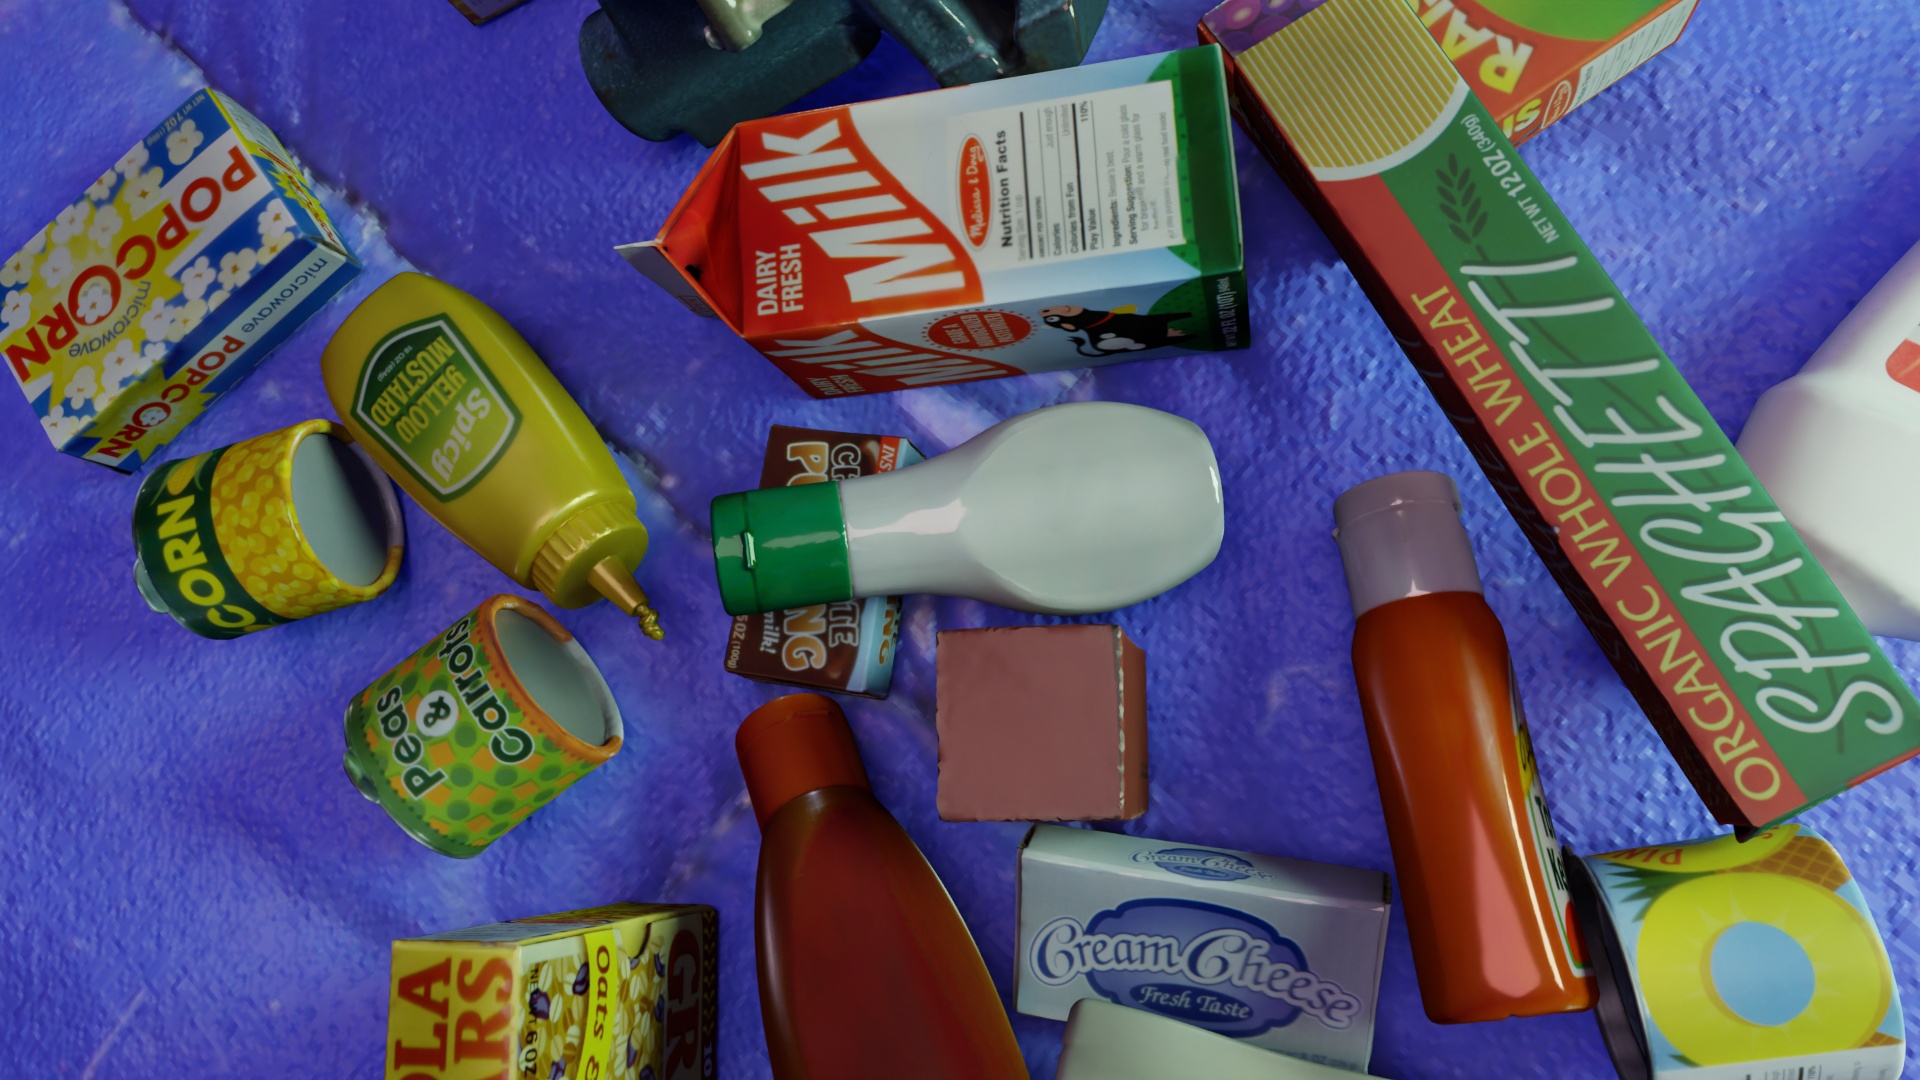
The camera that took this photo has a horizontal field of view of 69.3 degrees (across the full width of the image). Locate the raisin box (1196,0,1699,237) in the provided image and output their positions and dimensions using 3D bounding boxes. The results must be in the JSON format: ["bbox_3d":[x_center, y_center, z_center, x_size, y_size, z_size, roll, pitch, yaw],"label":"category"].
[{"bbox_3d":[0.149,-0.159,0.434,0.123,0.040,0.086,-33,74,6],"label":"raisin box"}]

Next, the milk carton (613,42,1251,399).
[{"bbox_3d":[-0.008,-0.094,0.443,0.190,0.072,0.073,-6,78,11],"label":"milk carton"}]

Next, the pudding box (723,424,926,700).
[{"bbox_3d":[-0.043,0.007,0.453,0.050,0.030,0.084,8,81,14],"label":"pudding box"}]

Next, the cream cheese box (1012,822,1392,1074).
[{"bbox_3d":[0.067,0.116,0.399,0.104,0.024,0.053,5,104,15],"label":"cream cheese box"}]

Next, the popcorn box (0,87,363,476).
[{"bbox_3d":[-0.304,-0.099,0.533,0.126,0.038,0.085,-40,73,4],"label":"popcorn box"}]

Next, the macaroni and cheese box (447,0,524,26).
[{"bbox_3d":[-0.140,-0.291,0.530,0.166,0.040,0.124,-23,75,9],"label":"macaroni and cheese box"}]

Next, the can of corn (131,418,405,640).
[{"bbox_3d":[-0.238,-0.003,0.482,0.058,0.071,0.071,-15,76,10],"label":"can of corn"}]

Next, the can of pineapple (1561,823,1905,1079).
[{"bbox_3d":[0.195,0.108,0.357,0.058,0.071,0.071,-12,77,11],"label":"can of pineapple"}]

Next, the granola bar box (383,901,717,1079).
[{"bbox_3d":[-0.108,0.189,0.384,0.039,0.124,0.166,-4,79,13],"label":"granola bar box"}]

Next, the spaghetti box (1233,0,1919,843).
[{"bbox_3d":[0.156,-0.044,0.370,0.050,0.028,0.250,-30,72,8],"label":"spaghetti box"}]

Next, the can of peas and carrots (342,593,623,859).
[{"bbox_3d":[-0.153,0.059,0.448,0.058,0.071,0.071,-36,73,5],"label":"can of peas and carrots"}]

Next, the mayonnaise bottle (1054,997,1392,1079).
[{"bbox_3d":[0.097,0.166,0.373,0.148,0.064,0.041,11,44,9],"label":"mayonnaise bottle"}]

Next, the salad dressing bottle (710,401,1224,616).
[{"bbox_3d":[0.001,-0.005,0.415,0.148,0.044,0.064,-7,88,-6],"label":"salad dressing bottle"}]

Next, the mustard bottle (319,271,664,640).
[{"bbox_3d":[-0.152,-0.024,0.476,0.160,0.049,0.065,43,93,17],"label":"mustard bottle"}]

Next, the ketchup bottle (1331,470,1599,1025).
[{"bbox_3d":[0.135,0.055,0.386,0.043,0.064,0.149,-14,68,19],"label":"ketchup bottle"}]

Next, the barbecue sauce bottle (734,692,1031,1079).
[{"bbox_3d":[-0.030,0.111,0.397,0.149,0.065,0.043,65,143,40],"label":"barbecue sauce bottle"}]
